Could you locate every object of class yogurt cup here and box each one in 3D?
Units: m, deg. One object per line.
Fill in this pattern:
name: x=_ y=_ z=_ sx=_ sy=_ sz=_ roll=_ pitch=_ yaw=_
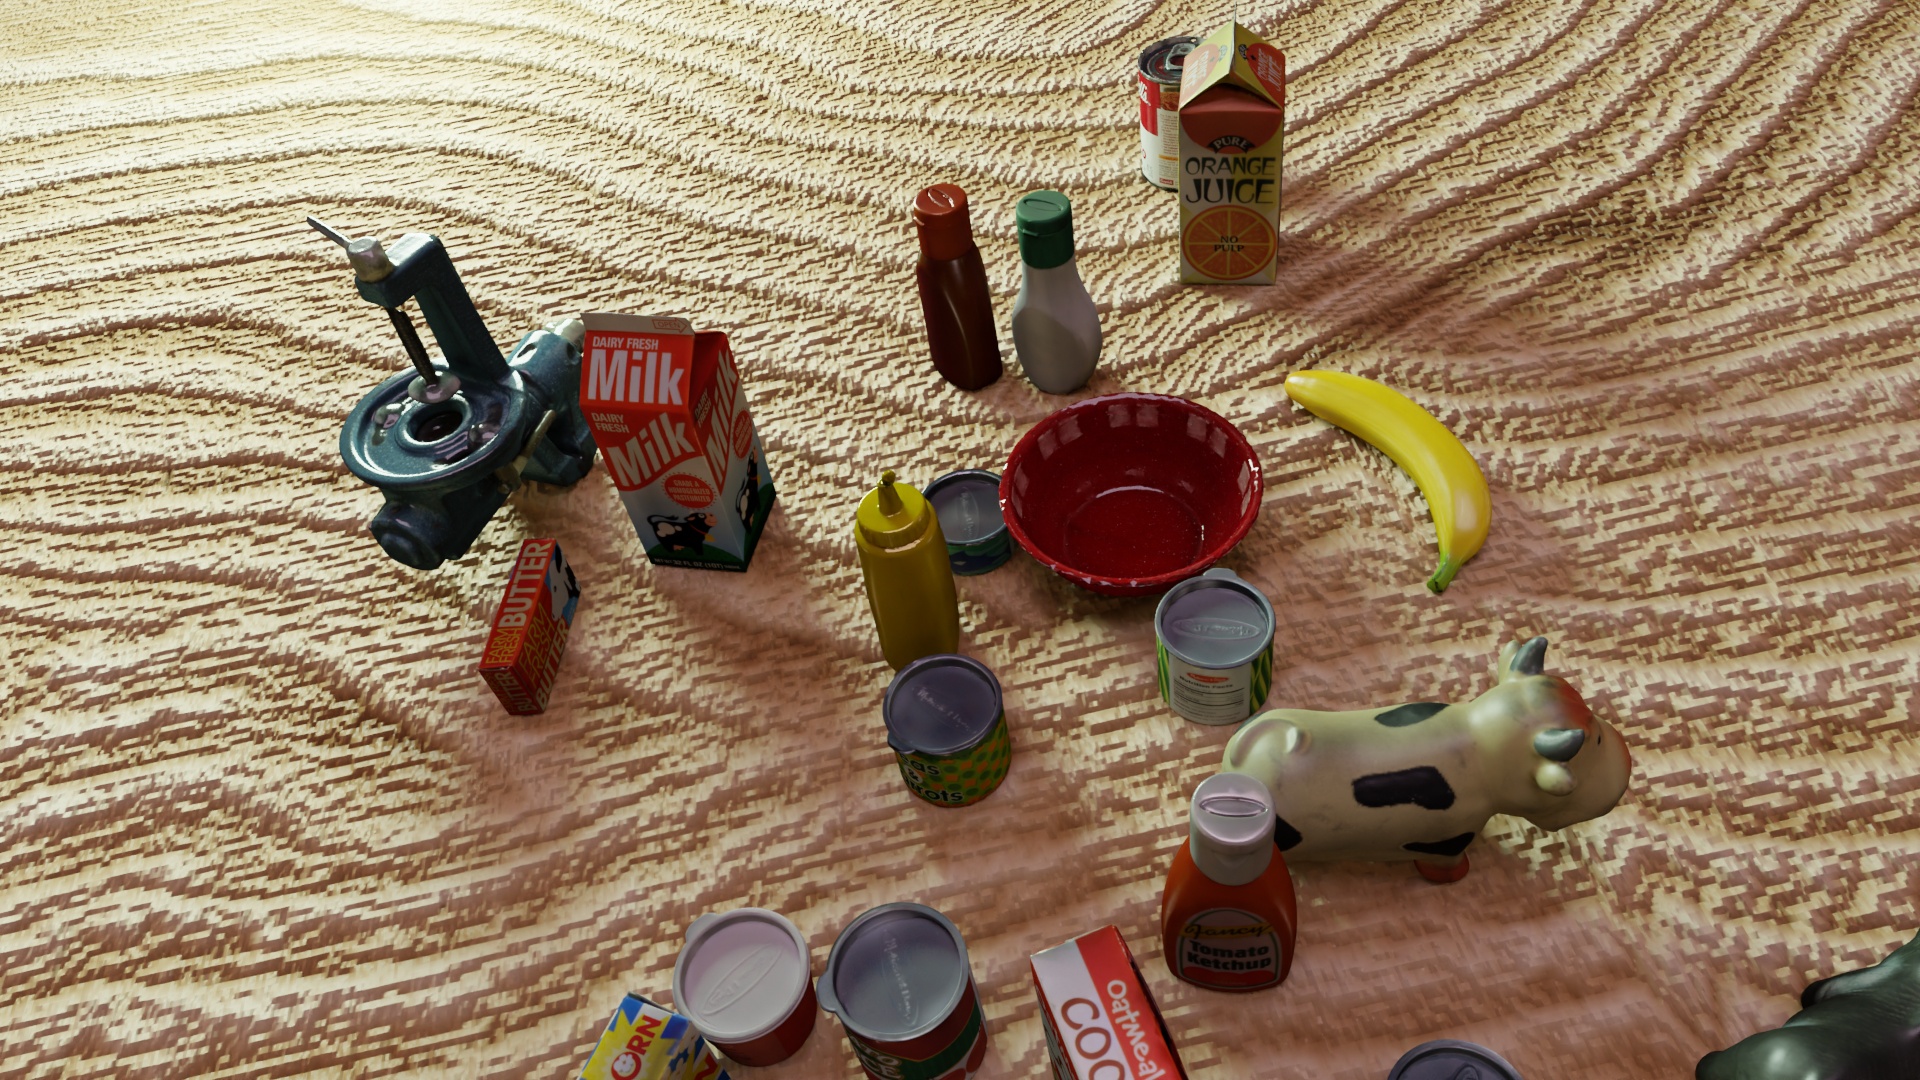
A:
yogurt cup: x=-0.103 y=0.225 z=0.691 sx=0.072 sy=0.053 sz=0.073 roll=-5 pitch=48 yaw=5

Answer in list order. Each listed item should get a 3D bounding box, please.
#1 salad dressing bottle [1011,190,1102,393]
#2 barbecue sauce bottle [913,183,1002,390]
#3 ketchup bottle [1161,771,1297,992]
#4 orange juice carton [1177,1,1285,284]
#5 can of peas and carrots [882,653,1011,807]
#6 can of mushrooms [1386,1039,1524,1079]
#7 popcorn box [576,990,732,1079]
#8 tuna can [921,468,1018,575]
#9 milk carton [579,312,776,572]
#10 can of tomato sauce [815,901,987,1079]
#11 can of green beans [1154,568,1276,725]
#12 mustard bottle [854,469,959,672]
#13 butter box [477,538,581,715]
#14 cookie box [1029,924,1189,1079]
salad dressing bottle: x=0.063 y=-0.168 z=0.947 sx=0.064 sy=0.147 sz=0.044 roll=20 pitch=55 yaw=25
barbecue sauce bottle: x=-0.005 y=-0.176 z=0.965 sx=0.044 sy=0.147 sz=0.065 roll=-31 pitch=51 yaw=-17
ketchup bottle: x=0.125 y=0.160 z=0.646 sx=0.065 sy=0.148 sz=0.044 roll=0 pitch=49 yaw=10
orange juice carton: x=0.194 y=-0.280 z=0.994 sx=0.073 sy=0.191 sz=0.072 roll=3 pitch=50 yaw=12
can of peas and carrots: x=-0.008 y=0.108 z=0.775 sx=0.071 sy=0.058 sz=0.071 roll=-5 pitch=48 yaw=5
can of mushrooms: x=0.223 y=0.261 z=0.617 sx=0.071 sy=0.033 sz=0.071 roll=-5 pitch=48 yaw=5
popcorn box: x=-0.156 y=0.283 z=0.627 sx=0.038 sy=0.084 sz=0.127 roll=13 pitch=52 yaw=20
tuna can: x=0.003 y=-0.011 z=0.896 sx=0.071 sy=0.032 sz=0.071 roll=-5 pitch=48 yaw=5
milk carton: x=-0.178 y=-0.069 z=0.871 sx=0.072 sy=0.189 sz=0.074 roll=4 pitch=50 yaw=13
can of tomato sauce: x=-0.025 y=0.222 z=0.661 sx=0.071 sy=0.082 sz=0.071 roll=-5 pitch=48 yaw=6
can of green beans: x=0.145 y=0.063 z=0.790 sx=0.071 sy=0.057 sz=0.071 roll=-5 pitch=48 yaw=5
mustard bottle: x=-0.032 y=0.013 z=0.795 sx=0.049 sy=0.159 sz=0.065 roll=-5 pitch=48 yaw=6
butter box: x=-0.268 y=0.053 z=0.871 sx=0.024 sy=0.052 sz=0.104 roll=-2 pitch=49 yaw=8
cookie box: x=0.074 y=0.249 z=0.564 sx=0.040 sy=0.166 sz=0.123 roll=-19 pitch=49 yaw=-7
